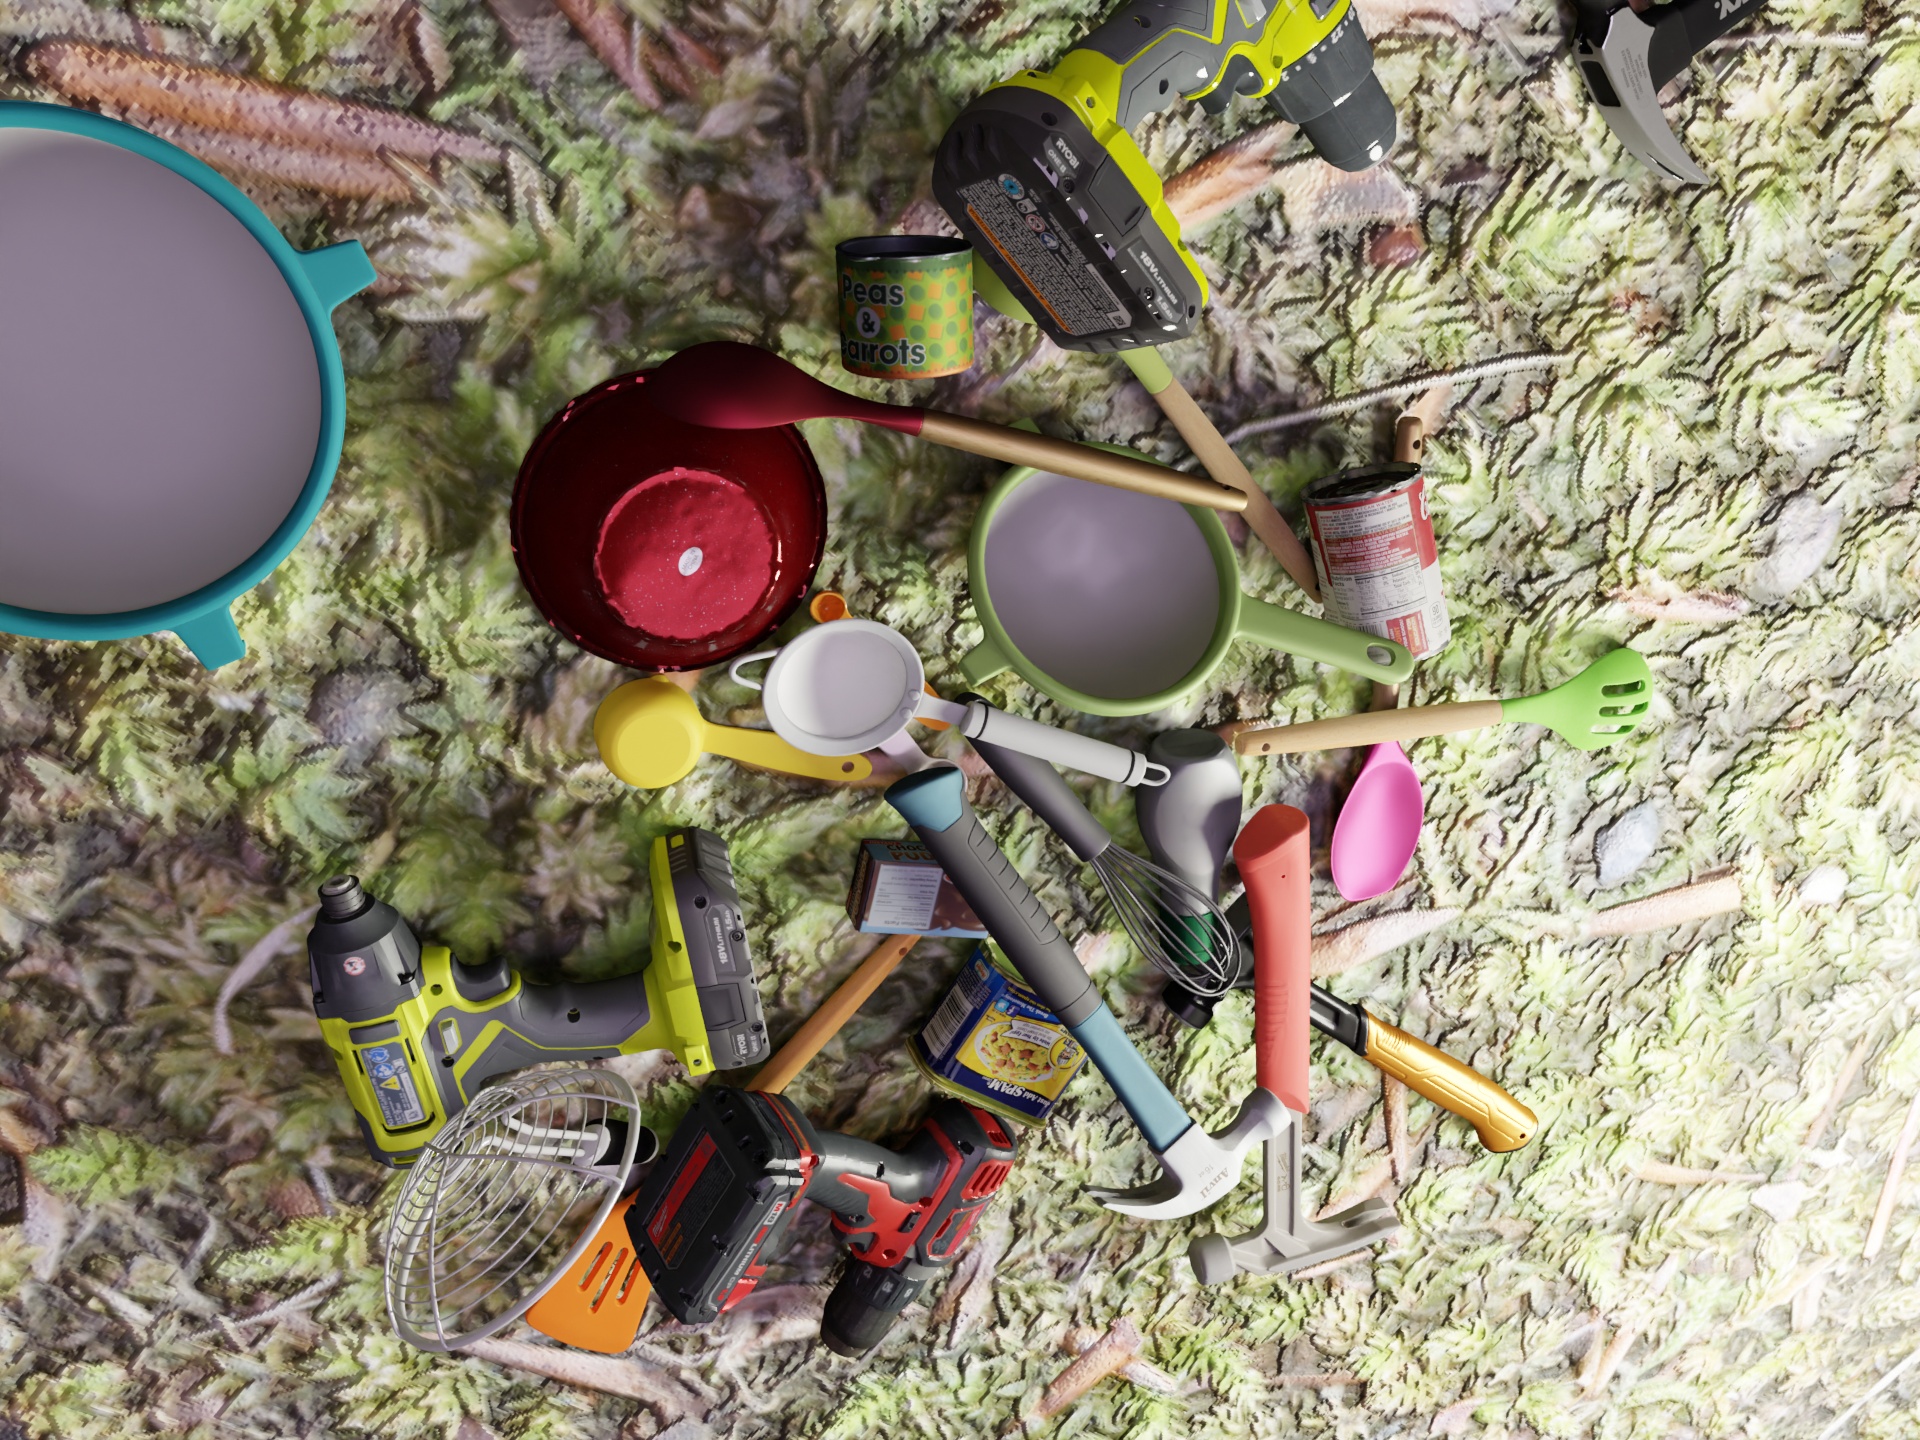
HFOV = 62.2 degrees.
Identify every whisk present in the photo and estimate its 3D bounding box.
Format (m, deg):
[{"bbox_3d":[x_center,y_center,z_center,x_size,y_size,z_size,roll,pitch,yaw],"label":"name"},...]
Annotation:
[{"bbox_3d":[0.079,0.070,0.917,0.055,0.055,0.239,-42,102,3],"label":"whisk"}]

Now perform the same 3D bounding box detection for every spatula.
[{"bbox_3d":[-0.132,0.245,0.952,0.322,0.041,0.081,-47,128,5],"label":"spatula"}]

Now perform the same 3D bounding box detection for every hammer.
[{"bbox_3d":[0.479,-0.429,0.852,0.335,0.035,0.146,-35,119,-1],"label":"hammer"},{"bbox_3d":[0.291,0.213,1.083,0.336,0.034,0.127,33,101,-28],"label":"hammer"},{"bbox_3d":[0.215,0.212,1.018,0.149,0.037,0.358,-12,119,-12],"label":"hammer"},{"bbox_3d":[0.065,0.158,0.923,0.128,0.033,0.330,-40,107,-14],"label":"hammer"}]

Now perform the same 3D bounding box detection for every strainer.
[{"bbox_3d":[0.118,-0.055,0.862,0.256,0.069,0.152,15,71,-13],"label":"strainer"},{"bbox_3d":[-0.423,-0.165,0.638,0.340,0.095,0.211,19,104,-23],"label":"strainer"},{"bbox_3d":[-0.001,-0.003,0.860,0.258,0.050,0.086,17,119,-17],"label":"strainer"}]

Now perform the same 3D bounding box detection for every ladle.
[{"bbox_3d":[0.114,-0.166,0.853,0.078,0.062,0.319,-48,126,-1],"label":"ladle"},{"bbox_3d":[0.003,-0.142,0.795,0.315,0.069,0.031,10,130,-18],"label":"ladle"}]

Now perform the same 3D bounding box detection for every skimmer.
[{"bbox_3d":[-0.177,0.227,0.770,0.127,0.363,0.090,-44,78,-9],"label":"skimmer"}]

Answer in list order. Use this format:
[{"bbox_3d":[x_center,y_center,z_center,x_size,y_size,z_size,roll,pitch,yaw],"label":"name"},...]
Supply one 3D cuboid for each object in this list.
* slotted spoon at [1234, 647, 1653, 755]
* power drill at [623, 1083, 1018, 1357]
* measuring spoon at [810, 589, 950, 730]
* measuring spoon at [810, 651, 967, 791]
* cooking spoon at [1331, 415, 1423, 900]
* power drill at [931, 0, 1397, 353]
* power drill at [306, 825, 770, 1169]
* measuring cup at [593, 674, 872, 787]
[{"bbox_3d":[0.308,0.000,0.979,0.313,0.031,0.070,-6,115,-20],"label":"slotted spoon"},{"bbox_3d":[-0.085,0.307,0.953,0.226,0.080,0.188,19,108,-45],"label":"power drill"},{"bbox_3d":[-0.042,-0.033,0.874,0.021,0.011,0.116,-34,124,16],"label":"measuring spoon"},{"bbox_3d":[-0.042,0.005,0.890,0.034,0.018,0.124,-42,113,0],"label":"measuring spoon"},{"bbox_3d":[0.261,-0.028,0.971,0.068,0.017,0.318,-11,117,-18],"label":"cooking spoon"},{"bbox_3d":[0.108,-0.282,0.738,0.190,0.080,0.228,45,69,-29],"label":"power drill"},{"bbox_3d":[-0.225,0.140,0.854,0.223,0.080,0.171,-12,118,-9],"label":"power drill"},{"bbox_3d":[-0.119,0.018,0.858,0.156,0.029,0.062,11,110,-21],"label":"measuring cup"}]
